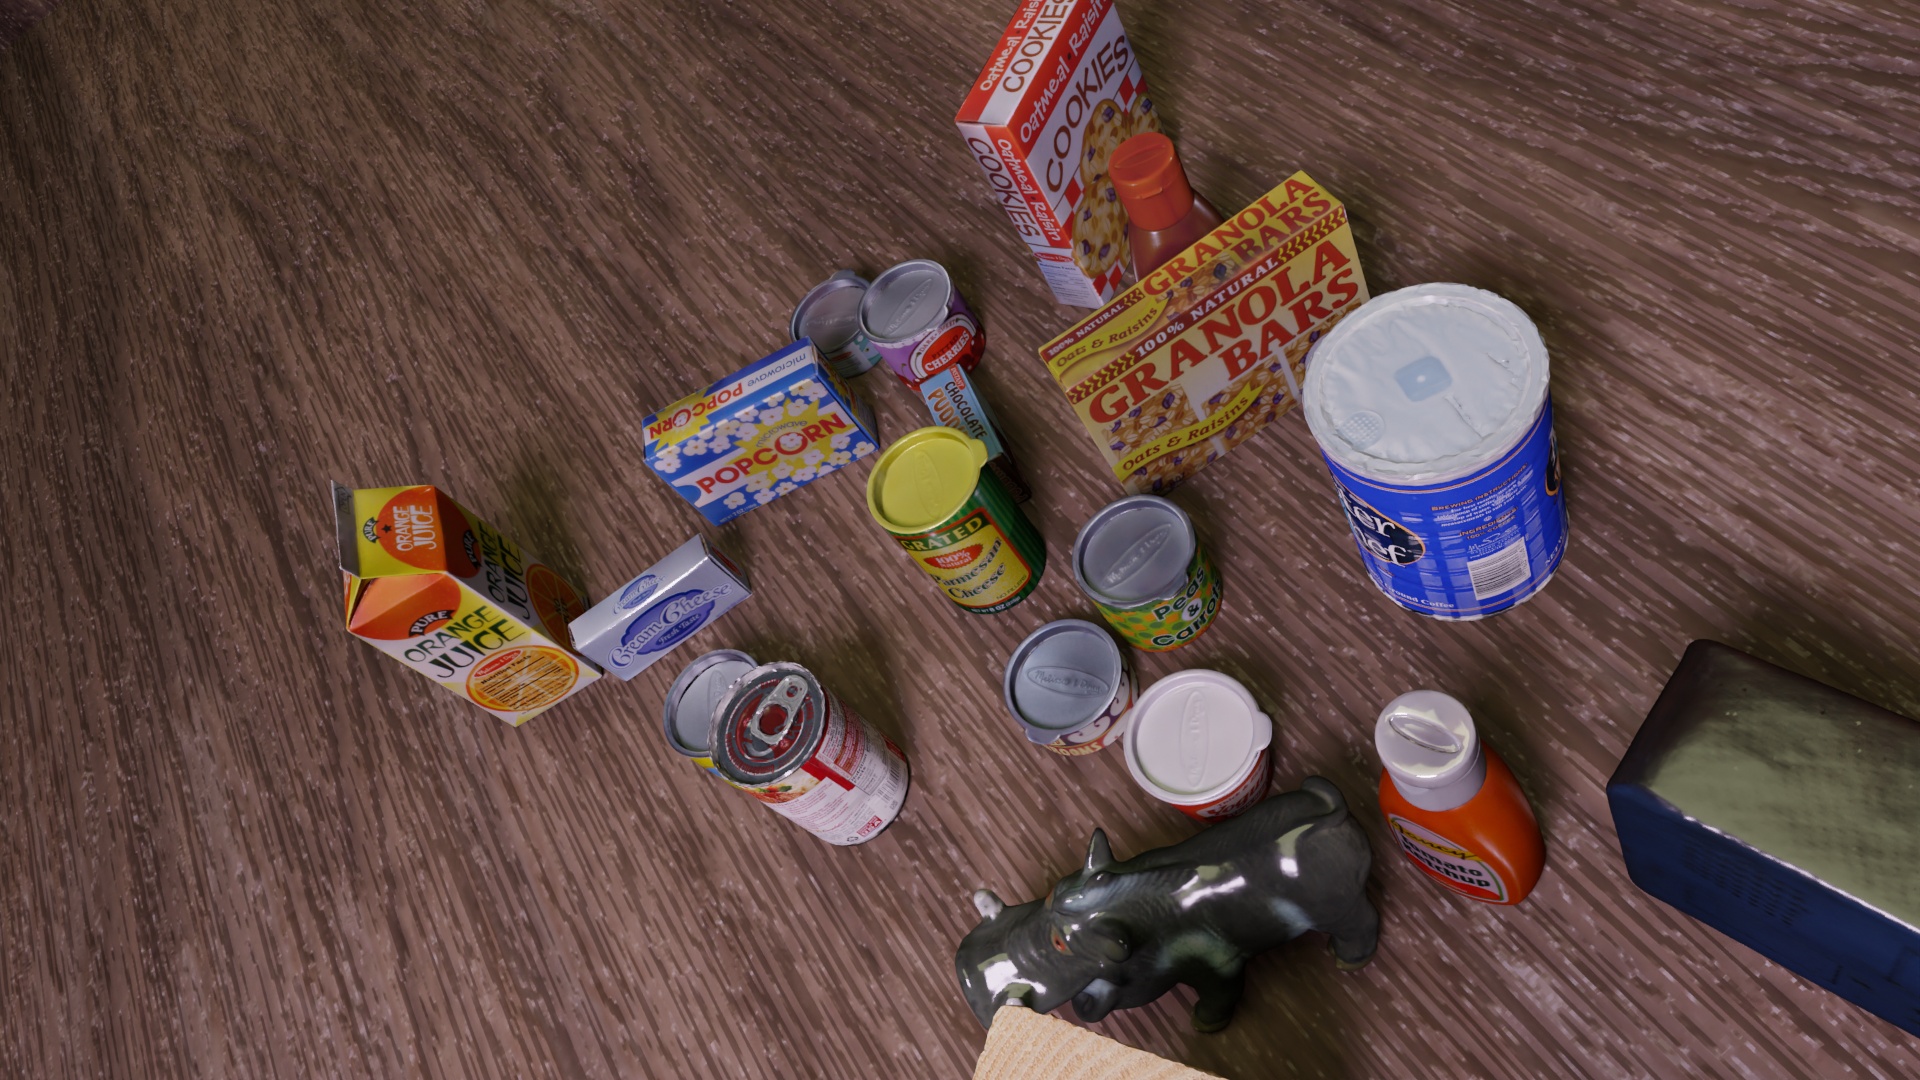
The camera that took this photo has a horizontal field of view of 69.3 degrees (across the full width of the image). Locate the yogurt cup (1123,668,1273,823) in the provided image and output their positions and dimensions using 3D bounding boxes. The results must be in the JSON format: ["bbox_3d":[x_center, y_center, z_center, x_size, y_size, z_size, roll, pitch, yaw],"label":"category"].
[{"bbox_3d":[0.119,0.103,0.675,0.072,0.053,0.073,-13,56,20],"label":"yogurt cup"}]

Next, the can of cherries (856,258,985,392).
[{"bbox_3d":[-0.023,-0.136,0.894,0.071,0.058,0.072,-13,56,20],"label":"can of cherries"}]

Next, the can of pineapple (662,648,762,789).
[{"bbox_3d":[-0.126,0.104,0.798,0.071,0.057,0.071,-13,56,20],"label":"can of pineapple"}]

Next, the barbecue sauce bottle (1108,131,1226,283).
[{"bbox_3d":[0.123,-0.163,0.778,0.065,0.148,0.044,-18,55,17],"label":"barbecue sauce bottle"}]

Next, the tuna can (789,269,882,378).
[{"bbox_3d":[-0.080,-0.147,0.946,0.071,0.032,0.071,-13,56,20],"label":"tuna can"}]

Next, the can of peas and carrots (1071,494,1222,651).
[{"bbox_3d":[0.101,0.019,0.733,0.071,0.058,0.071,-13,56,20],"label":"can of peas and carrots"}]

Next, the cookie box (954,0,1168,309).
[{"bbox_3d":[0.069,-0.241,0.842,0.040,0.167,0.123,15,69,33],"label":"cookie box"}]

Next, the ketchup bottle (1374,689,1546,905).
[{"bbox_3d":[0.201,0.105,0.570,0.065,0.148,0.043,23,74,36],"label":"ketchup bottle"}]

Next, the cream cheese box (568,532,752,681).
[{"bbox_3d":[-0.187,0.043,0.870,0.104,0.053,0.024,-34,51,4],"label":"cream cheese box"}]

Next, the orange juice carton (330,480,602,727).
[{"bbox_3d":[-0.309,0.035,0.849,0.073,0.192,0.072,-30,52,8],"label":"orange juice carton"}]

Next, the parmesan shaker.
[{"bbox_3d":[0.003,-0.010,0.773,0.071,0.102,0.071,-13,56,20],"label":"parmesan shaker"}]

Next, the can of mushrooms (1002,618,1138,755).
[{"bbox_3d":[0.058,0.080,0.734,0.071,0.033,0.071,-13,56,20],"label":"can of mushrooms"}]

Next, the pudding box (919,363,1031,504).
[{"bbox_3d":[0.009,-0.061,0.836,0.030,0.049,0.084,-30,52,8],"label":"pudding box"}]

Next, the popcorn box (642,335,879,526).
[{"bbox_3d":[-0.127,-0.068,0.888,0.126,0.085,0.038,-25,53,12],"label":"popcorn box"}]

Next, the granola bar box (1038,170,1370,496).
[{"bbox_3d":[0.138,-0.104,0.749,0.165,0.124,0.039,-34,51,5],"label":"granola bar box"}]
